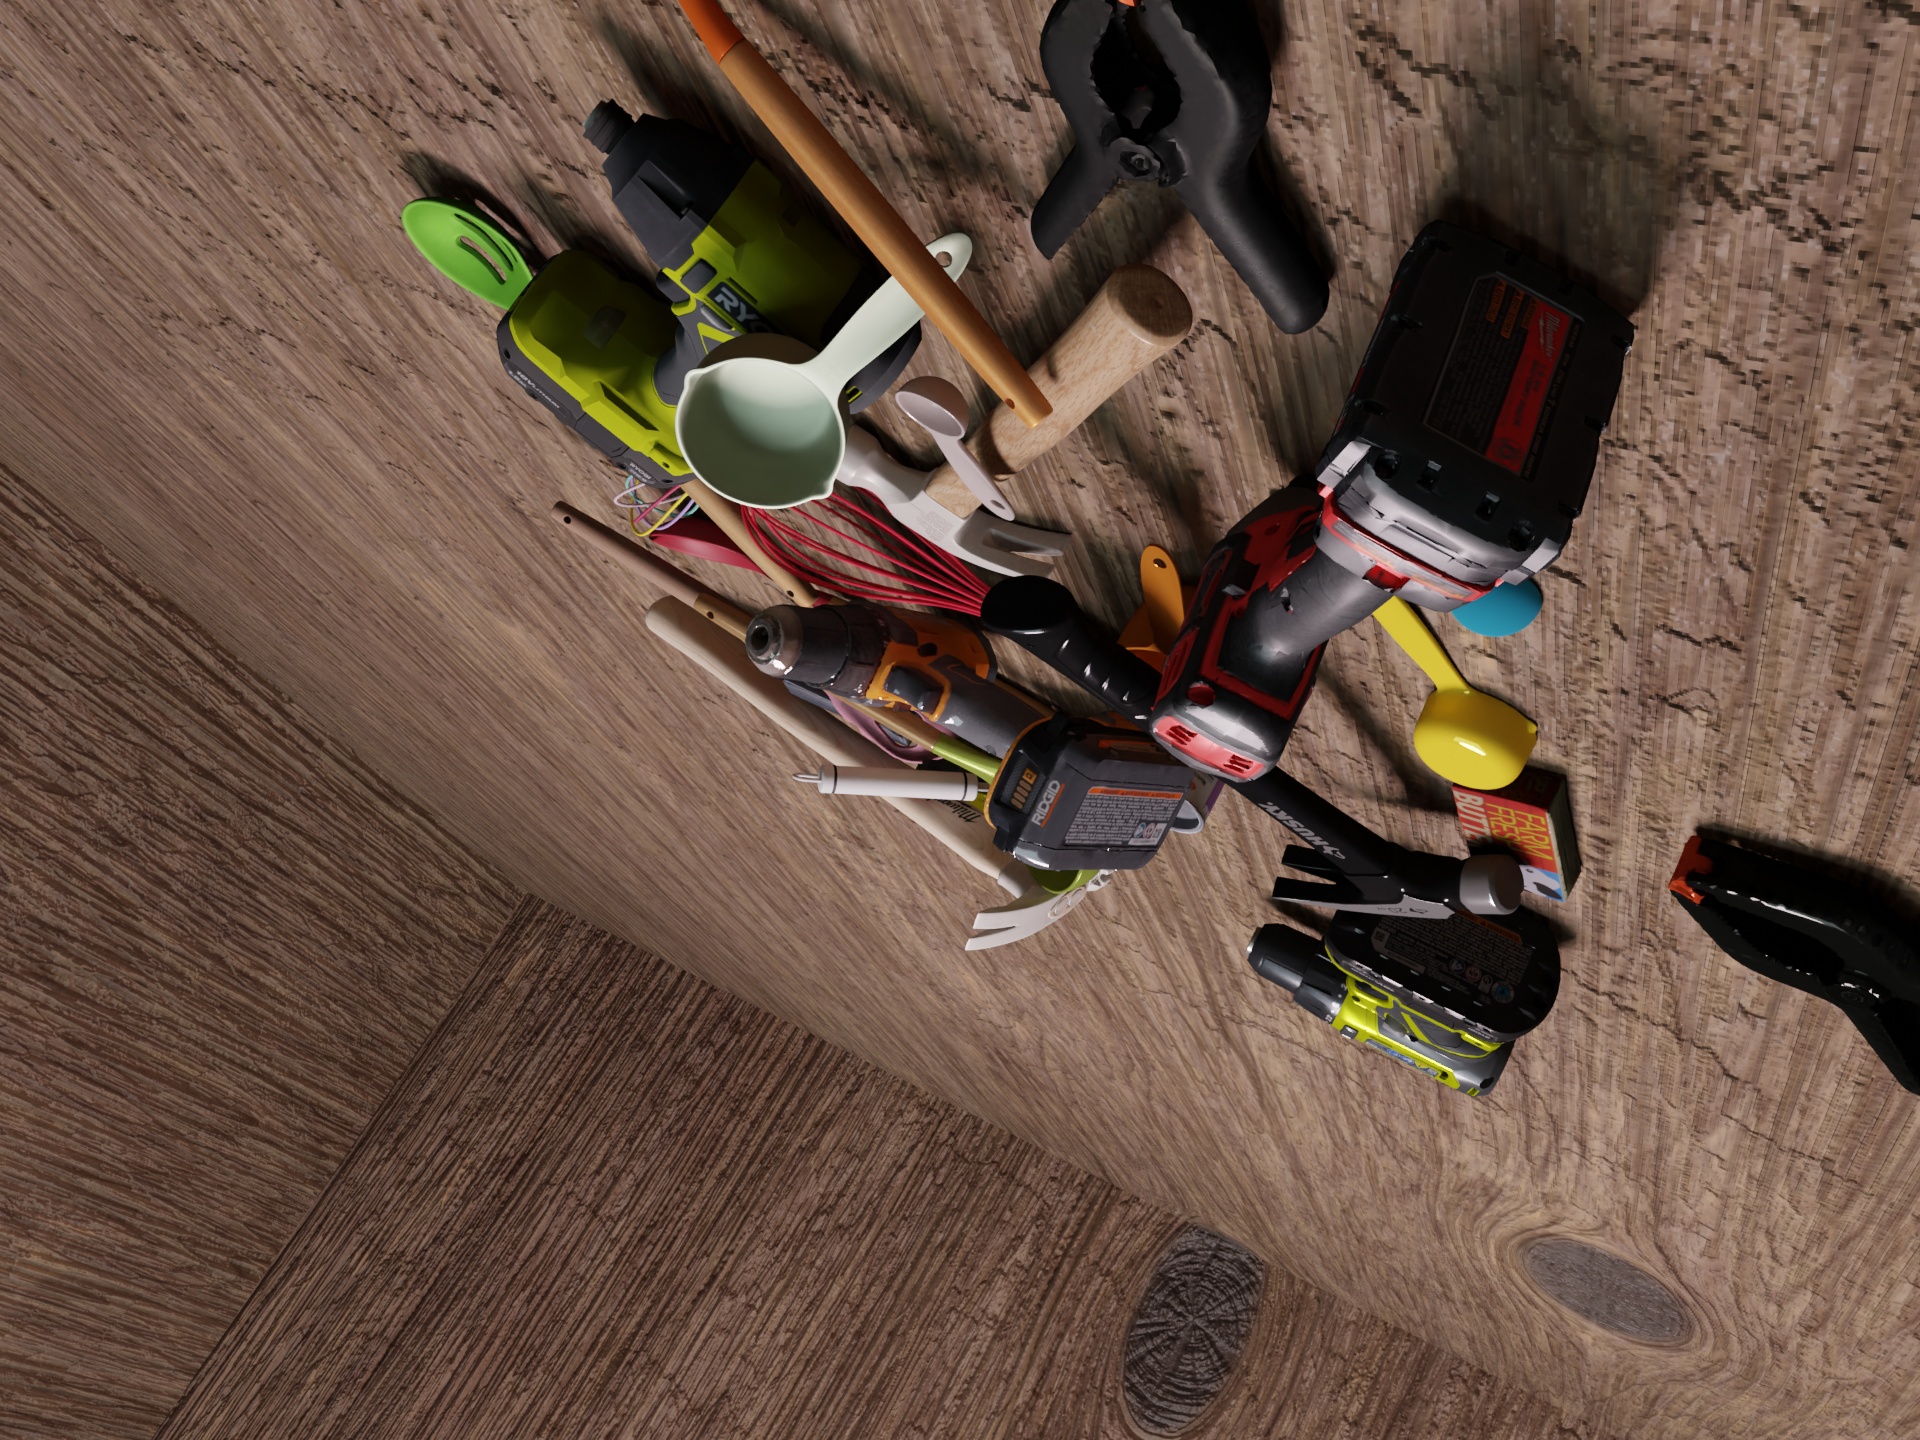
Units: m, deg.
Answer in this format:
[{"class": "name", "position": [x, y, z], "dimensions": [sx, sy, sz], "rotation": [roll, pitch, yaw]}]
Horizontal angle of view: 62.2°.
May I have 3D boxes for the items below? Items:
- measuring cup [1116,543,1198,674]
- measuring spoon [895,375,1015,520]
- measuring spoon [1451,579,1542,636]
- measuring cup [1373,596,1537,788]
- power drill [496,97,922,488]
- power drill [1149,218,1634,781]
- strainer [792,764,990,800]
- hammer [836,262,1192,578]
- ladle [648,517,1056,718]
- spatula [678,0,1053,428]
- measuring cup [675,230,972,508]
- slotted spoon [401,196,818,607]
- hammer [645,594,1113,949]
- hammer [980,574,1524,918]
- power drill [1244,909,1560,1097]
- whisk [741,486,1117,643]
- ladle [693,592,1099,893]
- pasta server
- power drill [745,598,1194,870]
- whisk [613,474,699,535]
[{"class": "measuring cup", "position": [0.118, -0.053, 0.805], "dimensions": [0.095, 0.052, 0.173], "rotation": [22, 157, 25]}, {"class": "measuring spoon", "position": [0.005, -0.124, 0.726], "dimensions": [0.034, 0.018, 0.124], "rotation": [25, 171, 26]}, {"class": "measuring spoon", "position": [0.191, -0.066, 0.705], "dimensions": [0.129, 0.021, 0.042], "rotation": [24, 159, 16]}, {"class": "measuring cup", "position": [0.224, -0.017, 0.766], "dimensions": [0.062, 0.029, 0.156], "rotation": [5, 150, 51]}, {"class": "power drill", "position": [-0.139, -0.204, 0.786], "dimensions": [0.171, 0.080, 0.223], "rotation": [38, 155, -22]}, {"class": "power drill", "position": [0.147, -0.074, 0.598], "dimensions": [0.078, 0.143, 0.219], "rotation": [28, 154, -3]}, {"class": "strainer", "position": [0.014, 0.044, 1.084], "dimensions": [0.258, 0.050, 0.087], "rotation": [4, -162, -15]}, {"class": "hammer", "position": [0.028, -0.132, 0.736], "dimensions": [0.130, 0.031, 0.331], "rotation": [33, 166, -10]}, {"class": "ladle", "position": [-0.066, -0.066, 1.078], "dimensions": [0.315, 0.031, 0.069], "rotation": [27, 177, 4]}, {"class": "spatula", "position": [-0.078, -0.234, 0.616], "dimensions": [0.322, 0.041, 0.081], "rotation": [48, 157, -9]}, {"class": "measuring cup", "position": [-0.055, -0.160, 0.691], "dimensions": [0.083, 0.038, 0.167], "rotation": [39, 121, -24]}, {"class": "slotted spoon", "position": [-0.193, -0.181, 0.919], "dimensions": [0.313, 0.031, 0.070], "rotation": [47, 149, -15]}, {"class": "hammer", "position": [-0.088, 0.021, 1.143], "dimensions": [0.411, 0.146, 0.038], "rotation": [34, 123, 26]}, {"class": "hammer", "position": [0.137, 0.022, 0.821], "dimensions": [0.334, 0.035, 0.146], "rotation": [33, 157, -31]}, {"class": "power drill", "position": [0.288, 0.170, 1.058], "dimensions": [0.190, 0.080, 0.228], "rotation": [26, 162, 14]}, {"class": "whisk", "position": [0.001, -0.074, 0.921], "dimensions": [0.296, 0.073, 0.073], "rotation": [26, 161, -4]}, {"class": "ladle", "position": [-0.043, 0.007, 1.035], "dimensions": [0.320, 0.062, 0.078], "rotation": [31, 132, 6]}, {"class": "pasta server", "position": [-0.140, -0.063, 1.084], "dimensions": [0.316, 0.060, 0.040], "rotation": [32, -164, 1]}, {"class": "power drill", "position": [-0.001, -0.003, 0.908], "dimensions": [0.226, 0.084, 0.185], "rotation": [36, -162, 35]}, {"class": "whisk", "position": [-0.154, -0.154, 0.971], "dimensions": [0.051, 0.047, 0.245], "rotation": [41, 155, -23]}]
